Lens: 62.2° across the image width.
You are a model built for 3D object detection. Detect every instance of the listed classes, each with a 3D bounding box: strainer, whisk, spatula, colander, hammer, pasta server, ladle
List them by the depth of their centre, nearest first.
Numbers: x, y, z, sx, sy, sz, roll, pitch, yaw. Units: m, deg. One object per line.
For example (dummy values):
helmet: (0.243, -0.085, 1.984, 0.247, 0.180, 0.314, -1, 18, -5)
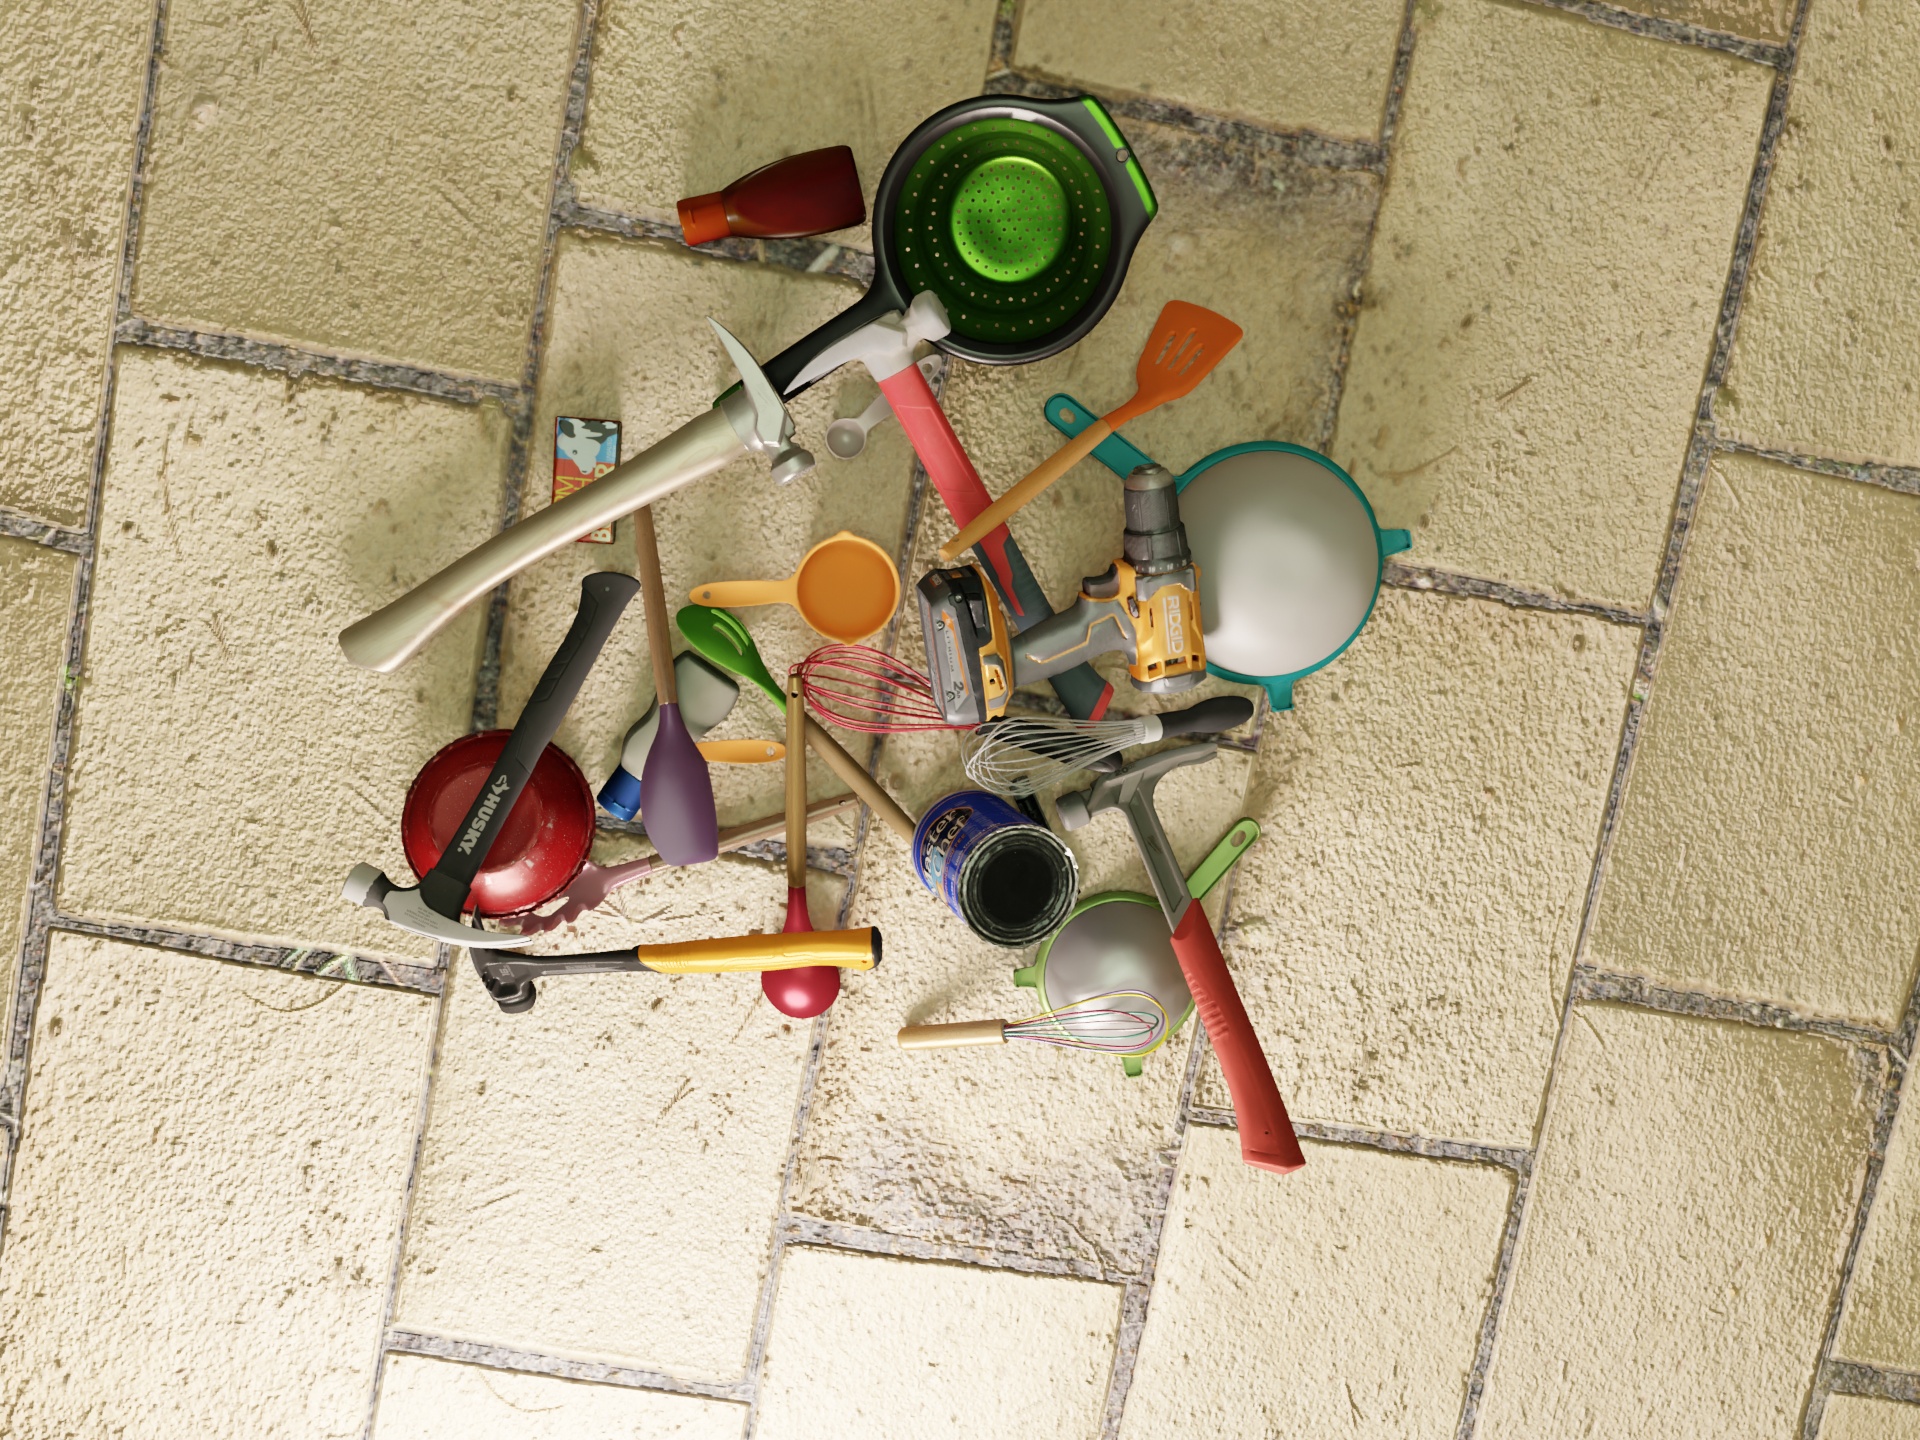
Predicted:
hammer: (-0.346, 0.025, 1.281, 0.146, 0.035, 0.335, 25, 73, 0)
spatula: (0.099, -0.231, 1.283, 0.322, 0.041, 0.081, -41, 55, -22)
hammer: (-0.328, -0.168, 1.290, 0.410, 0.038, 0.146, -30, 96, 3)
colander: (-0.032, -0.357, 1.297, 0.397, 0.095, 0.204, -29, 108, 18)
spatula: (-0.245, -0.038, 1.306, 0.059, 0.018, 0.316, -6, 82, -15)
hammer: (0.208, 0.194, 1.313, 0.149, 0.036, 0.359, -20, 66, -1)
hammer: (0.008, -0.149, 1.314, 0.143, 0.038, 0.386, -24, 110, 17)
hammer: (-0.233, 0.192, 1.318, 0.337, 0.034, 0.127, -3, 140, 2)
strainer: (0.214, -0.167, 1.327, 0.340, 0.095, 0.211, 36, 93, -9)
whisk: (0.130, 0.014, 1.327, 0.284, 0.070, 0.070, -10, 99, -26)
ladle: (-0.137, 0.114, 1.342, 0.069, 0.031, 0.315, 0, 106, -1)
whisk: (-0.002, -0.004, 1.346, 0.295, 0.073, 0.073, 16, 96, -7)
whisk: (0.059, 0.268, 1.356, 0.245, 0.051, 0.047, -9, 115, 22)
pasta server: (-0.239, 0.115, 1.358, 0.316, 0.040, 0.060, -18, 82, -3)
strainer: (0.177, 0.189, 1.381, 0.151, 0.069, 0.256, 40, 94, -8)

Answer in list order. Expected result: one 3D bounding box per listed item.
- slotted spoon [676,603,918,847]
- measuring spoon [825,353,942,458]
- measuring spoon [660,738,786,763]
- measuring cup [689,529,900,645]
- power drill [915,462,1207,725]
slotted spoon: (-0.120, 0.014, 1.350, 0.031, 0.070, 0.313, -37, 105, 24)
measuring spoon: (-0.063, -0.265, 1.338, 0.124, 0.018, 0.034, -42, 98, -5)
measuring spoon: (-0.200, 0.025, 1.340, 0.116, 0.011, 0.021, 1, 96, -34)
measuring cup: (-0.137, -0.109, 1.331, 0.173, 0.052, 0.095, -3, 97, -2)
power drill: (0.083, -0.099, 1.269, 0.226, 0.084, 0.185, -11, 111, -8)
